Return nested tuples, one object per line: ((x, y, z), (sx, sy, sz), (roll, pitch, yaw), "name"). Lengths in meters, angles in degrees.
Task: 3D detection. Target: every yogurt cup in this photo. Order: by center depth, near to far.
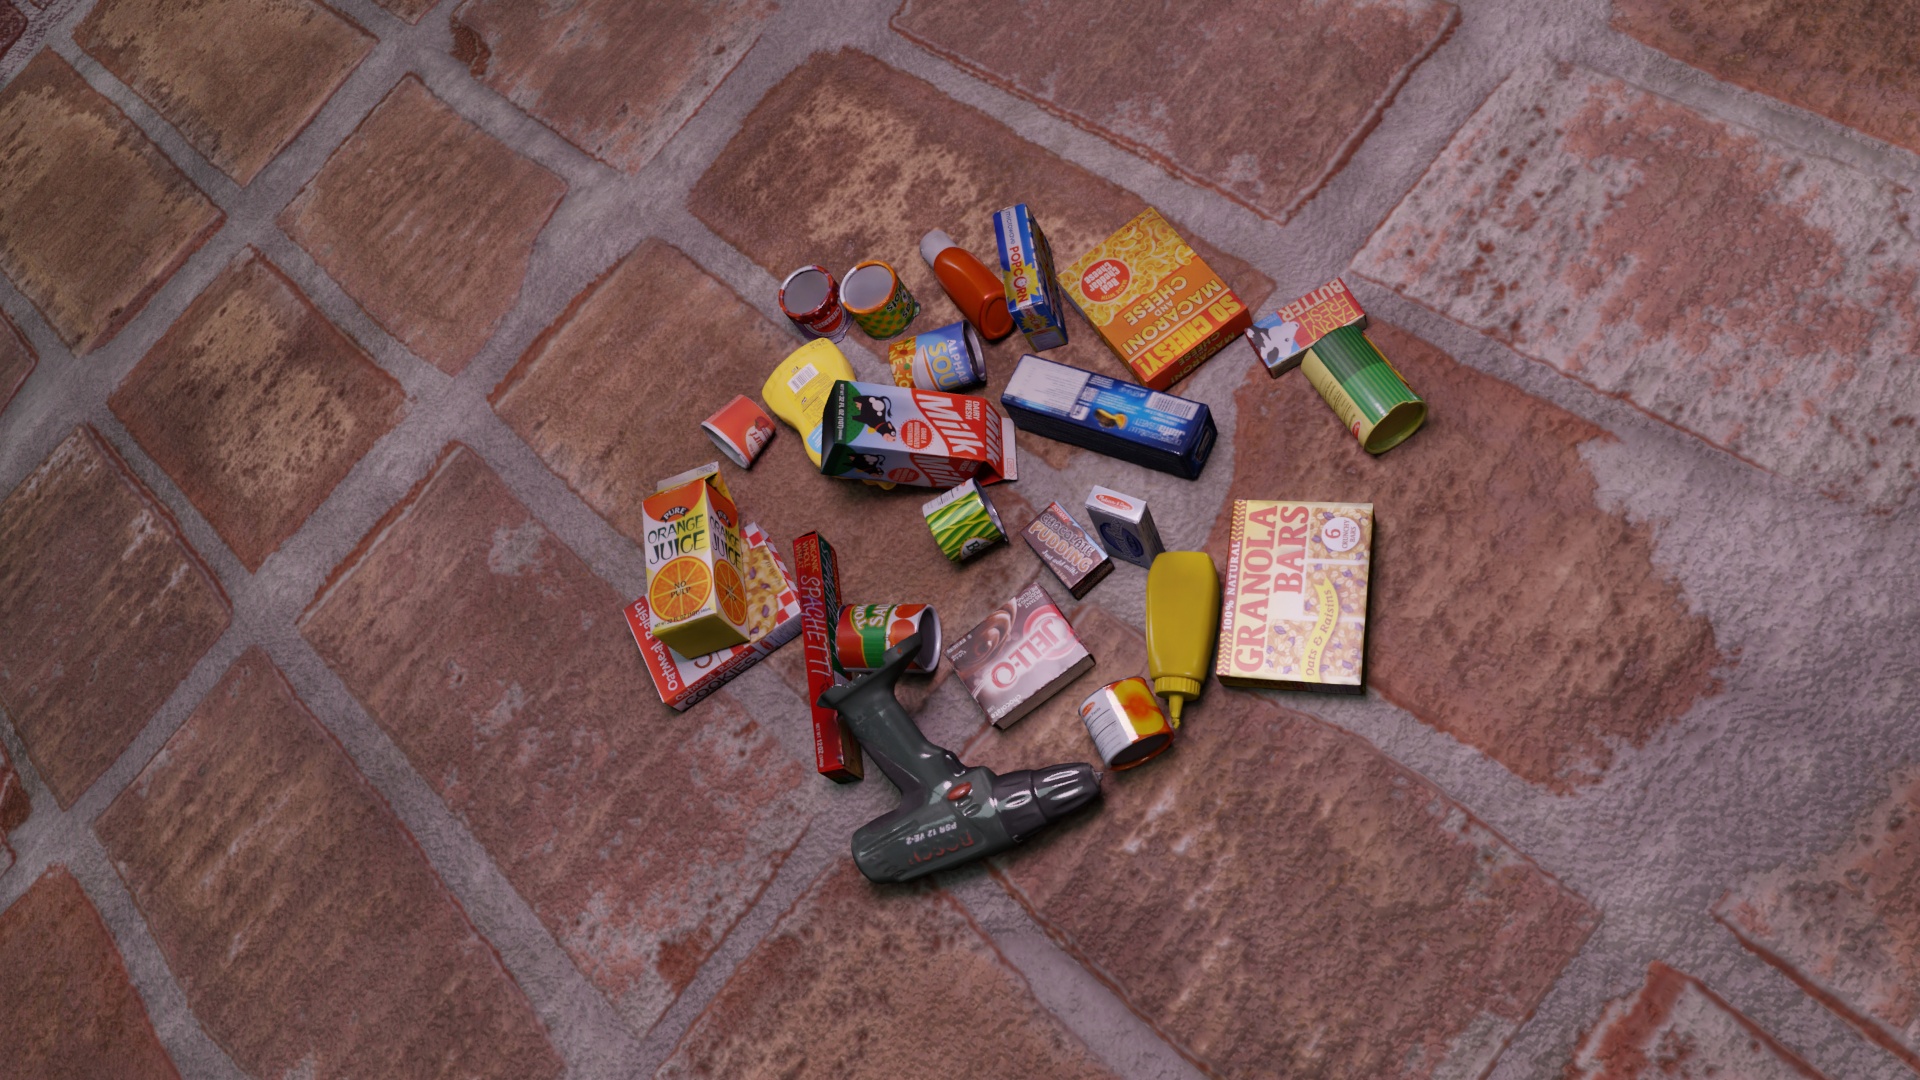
((-0.234, -0.119, 1.483), (0.072, 0.072, 0.054), (35, 75, 30), "yogurt cup")

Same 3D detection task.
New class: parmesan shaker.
((0.364, -0.139, 1.255), (0.071, 0.071, 0.103), (-33, 60, 5), "parmesan shaker")

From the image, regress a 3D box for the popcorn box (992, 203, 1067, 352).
((0.071, -0.268, 1.418), (0.038, 0.085, 0.127), (-16, 63, 16), "popcorn box")

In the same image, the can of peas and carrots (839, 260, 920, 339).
((-0.086, -0.258, 1.490), (0.071, 0.058, 0.071), (-8, 65, 18), "can of peas and carrots")

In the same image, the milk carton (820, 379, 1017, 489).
((-0.037, -0.100, 1.365), (0.191, 0.073, 0.072), (5, 65, -15), "milk carton")

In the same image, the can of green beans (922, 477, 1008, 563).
((0.004, -0.019, 1.344), (0.058, 0.071, 0.071), (-29, 60, 8), "can of green beans")

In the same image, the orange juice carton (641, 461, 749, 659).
((-0.265, 0.011, 1.384), (0.072, 0.073, 0.193), (-18, 60, 12), "orange juice carton")

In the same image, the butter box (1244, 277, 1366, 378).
((0.329, -0.203, 1.325), (0.103, 0.024, 0.053), (-29, 61, 7), "butter box")

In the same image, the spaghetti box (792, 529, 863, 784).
((-0.129, 0.110, 1.346), (0.028, 0.050, 0.251), (-17, 62, 13), "spaghetti box")

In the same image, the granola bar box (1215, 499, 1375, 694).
((0.295, 0.048, 1.217), (0.124, 0.039, 0.166), (2, 68, 21), "granola bar box")

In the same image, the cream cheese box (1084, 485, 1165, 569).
((0.151, -0.010, 1.261), (0.053, 0.103, 0.024), (21, 72, 27), "cream cheese box")

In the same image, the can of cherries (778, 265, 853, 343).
((-0.156, -0.257, 1.516), (0.071, 0.058, 0.072), (-8, 64, 18), "can of cherries")

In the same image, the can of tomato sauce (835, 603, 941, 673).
((-0.068, 0.091, 1.320), (0.083, 0.071, 0.071), (-1, 67, 20), "can of tomato sauce")

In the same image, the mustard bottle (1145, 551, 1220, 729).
((0.194, 0.090, 1.231), (0.065, 0.048, 0.161), (0, 68, 22), "mustard bottle")

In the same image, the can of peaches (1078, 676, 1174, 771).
((0.146, 0.160, 1.210), (0.071, 0.071, 0.058), (-30, 60, 7), "can of peaches")

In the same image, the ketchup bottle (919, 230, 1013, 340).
((0.004, -0.275, 1.463), (0.044, 0.064, 0.149), (-23, 50, -16), "ketchup bottle")

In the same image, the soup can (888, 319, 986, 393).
((-0.024, -0.182, 1.426), (0.083, 0.071, 0.071), (-16, 63, 15), "soup can")

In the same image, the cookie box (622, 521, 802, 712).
((-0.247, 0.078, 1.413), (0.167, 0.040, 0.123), (-34, 60, 3), "cookie box")

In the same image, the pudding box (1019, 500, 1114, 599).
((0.101, 0.009, 1.314), (0.049, 0.030, 0.084), (-40, 60, 0), "pudding box")

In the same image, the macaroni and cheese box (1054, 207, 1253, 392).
((0.192, -0.238, 1.385), (0.124, 0.040, 0.167), (-36, 59, 2), "macaroni and cheese box")
